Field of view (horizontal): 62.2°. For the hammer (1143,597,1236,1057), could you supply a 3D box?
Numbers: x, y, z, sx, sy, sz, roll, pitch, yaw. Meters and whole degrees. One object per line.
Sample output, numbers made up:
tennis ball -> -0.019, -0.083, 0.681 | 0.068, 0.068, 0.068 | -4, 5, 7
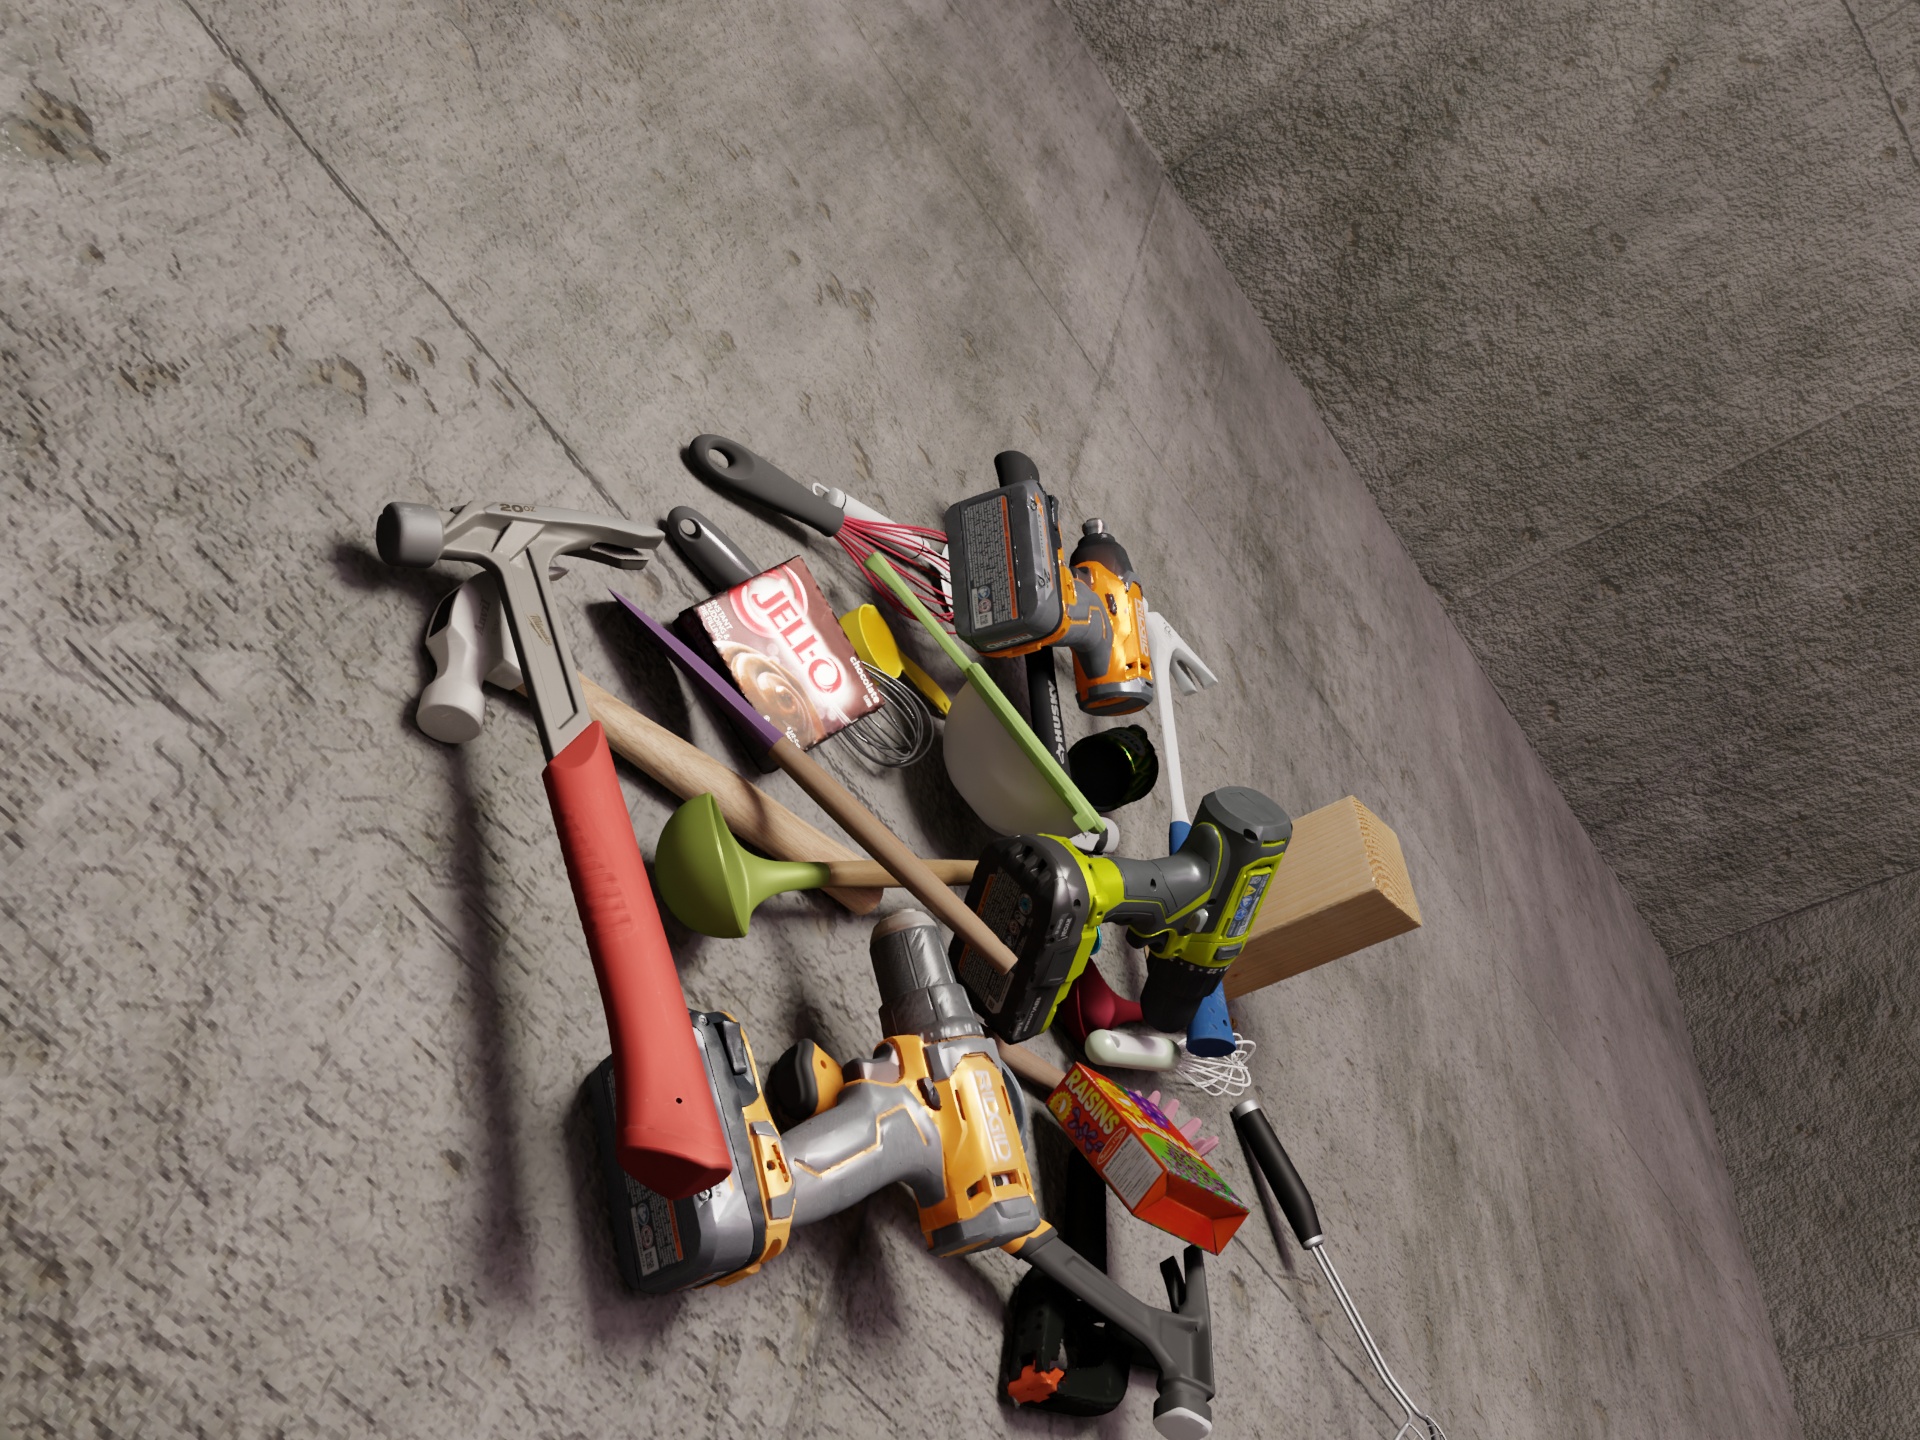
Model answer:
hammer -> 0.183, 0.080, 1.298 | 0.143, 0.035, 0.406 | 37, 39, -42

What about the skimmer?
skimmer -> 0.283, 0.480, 1.247 | 0.127, 0.090, 0.364 | 16, 41, -52

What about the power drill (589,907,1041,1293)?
power drill -> -0.068, 0.184, 0.801 | 0.226, 0.084, 0.185 | 6, 58, -43

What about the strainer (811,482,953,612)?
strainer -> -0.027, -0.133, 1.271 | 0.258, 0.050, 0.087 | 25, 58, -45

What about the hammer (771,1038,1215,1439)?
hammer -> 0.026, 0.283, 0.921 | 0.336, 0.034, 0.127 | 41, 28, -20

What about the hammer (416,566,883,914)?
hammer -> -0.158, 0.025, 0.897 | 0.331, 0.031, 0.130 | 39, 35, -39

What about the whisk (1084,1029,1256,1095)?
whisk -> 0.161, 0.255, 1.207 | 0.246, 0.059, 0.058 | 22, 30, -54

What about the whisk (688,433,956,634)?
whisk -> -0.078, -0.136, 1.160 | 0.295, 0.073, 0.073 | 26, 43, -41

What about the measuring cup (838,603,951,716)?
measuring cup -> -0.047, -0.032, 1.164 | 0.156, 0.029, 0.062 | 44, 29, -55

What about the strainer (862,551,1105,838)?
strainer -> -0.002, -0.004, 1.126 | 0.256, 0.069, 0.151 | 50, 2, 5

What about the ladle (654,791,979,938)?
ladle -> -0.055, 0.086, 0.932 | 0.320, 0.062, 0.078 | 7, 62, -53

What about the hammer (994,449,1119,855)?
hammer -> 0.059, -0.059, 1.282 | 0.146, 0.035, 0.335 | 13, 66, -54

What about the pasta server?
pasta server -> 0.072, 0.243, 1.089 | 0.316, 0.040, 0.060 | 37, 2, -37

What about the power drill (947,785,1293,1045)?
power drill -> 0.108, 0.143, 1.065 | 0.228, 0.190, 0.080 | -4, 33, -38

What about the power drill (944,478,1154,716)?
power drill -> 0.076, -0.104, 1.223 | 0.226, 0.084, 0.164 | 23, 57, -57

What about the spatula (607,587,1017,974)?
spatula -> -0.086, 0.032, 0.908 | 0.316, 0.018, 0.059 | 43, -4, 9

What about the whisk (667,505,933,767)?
whisk -> -0.105, -0.055, 1.052 | 0.238, 0.055, 0.055 | 46, 31, -22

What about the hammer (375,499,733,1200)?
hammer -> -0.164, 0.044, 0.742 | 0.149, 0.036, 0.359 | 2, 54, -40

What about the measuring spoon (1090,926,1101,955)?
measuring spoon -> 0.059, 0.161, 1.174 | 0.128, 0.021, 0.042 | -1, 66, -51

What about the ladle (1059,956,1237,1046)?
ladle -> 0.153, 0.231, 1.255 | 0.315, 0.031, 0.069 | 22, 63, -55
